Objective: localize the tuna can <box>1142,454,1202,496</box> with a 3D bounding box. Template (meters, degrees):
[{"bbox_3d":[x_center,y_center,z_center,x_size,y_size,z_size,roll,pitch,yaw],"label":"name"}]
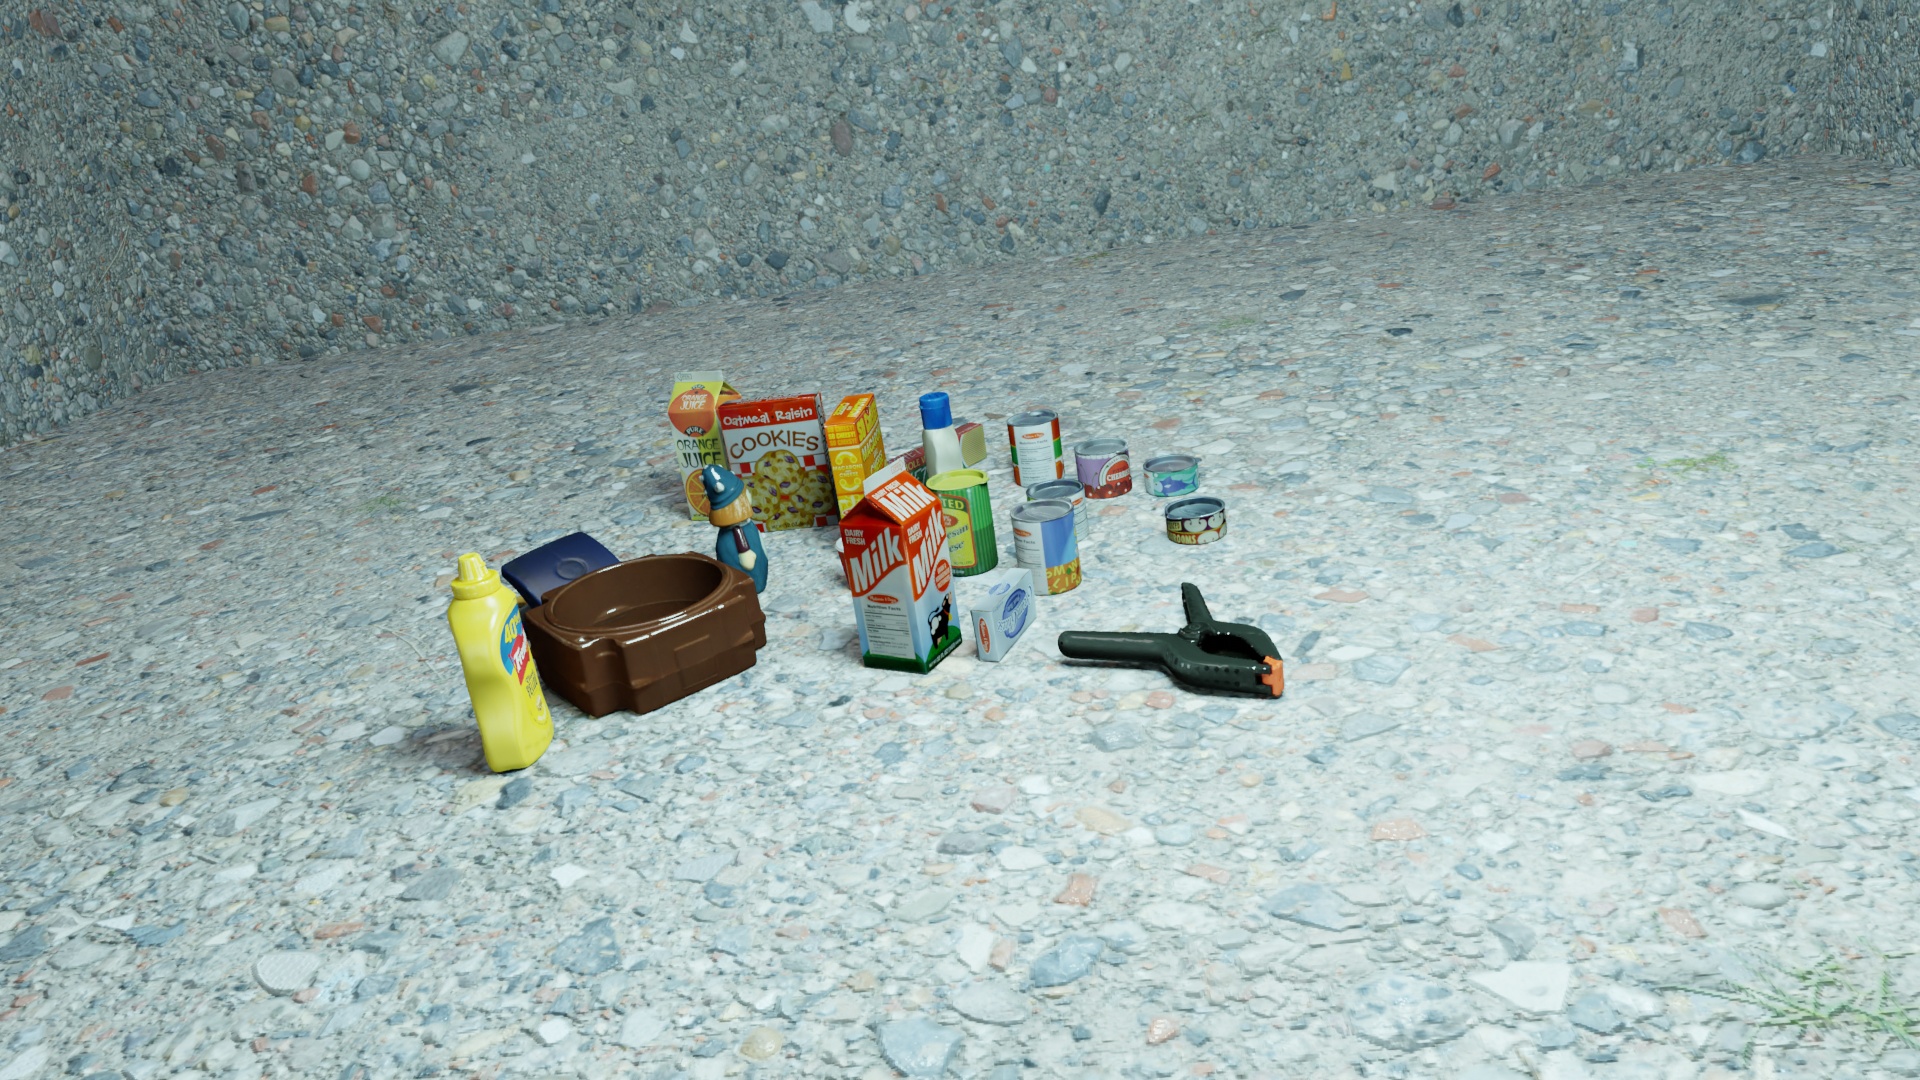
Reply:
[{"bbox_3d":[0.256,-0.078,1.667,0.071,0.032,0.071,-8,20,3],"label":"tuna can"}]

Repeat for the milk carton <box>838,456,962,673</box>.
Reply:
[{"bbox_3d":[-0.058,0.022,1.303,0.073,0.189,0.073,3,23,30],"label":"milk carton"}]

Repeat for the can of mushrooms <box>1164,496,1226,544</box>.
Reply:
[{"bbox_3d":[0.255,-0.021,1.515,0.071,0.033,0.071,-8,20,3],"label":"can of mushrooms"}]

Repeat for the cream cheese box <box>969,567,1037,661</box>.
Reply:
[{"bbox_3d":[0.042,0.070,1.331,0.024,0.053,0.104,1,22,25],"label":"cream cheese box"}]

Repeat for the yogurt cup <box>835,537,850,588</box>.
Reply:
[{"bbox_3d":[-0.099,0.022,1.515,0.072,0.053,0.072,-8,20,3],"label":"yogurt cup"}]

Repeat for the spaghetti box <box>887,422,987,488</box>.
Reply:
[{"bbox_3d":[-0.054,-0.093,1.807,0.028,0.050,0.251,8,26,39],"label":"spaghetti box"}]

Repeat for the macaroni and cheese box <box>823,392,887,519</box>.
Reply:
[{"bbox_3d":[-0.114,-0.076,1.620,0.040,0.165,0.124,-5,20,10],"label":"macaroni and cheese box"}]

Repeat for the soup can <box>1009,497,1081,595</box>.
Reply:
[{"bbox_3d":[0.091,0.006,1.439,0.071,0.083,0.071,-8,20,3],"label":"soup can"}]

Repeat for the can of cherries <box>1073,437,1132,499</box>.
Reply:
[{"bbox_3d":[0.175,-0.088,1.687,0.071,0.058,0.072,-8,20,3],"label":"can of cherries"}]

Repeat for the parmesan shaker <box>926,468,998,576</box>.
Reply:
[{"bbox_3d":[0.005,-0.019,1.511,0.071,0.102,0.071,-8,20,3],"label":"parmesan shaker"}]

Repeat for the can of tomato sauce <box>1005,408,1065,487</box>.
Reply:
[{"bbox_3d":[0.096,-0.117,1.764,0.071,0.082,0.071,-8,20,3],"label":"can of tomato sauce"}]

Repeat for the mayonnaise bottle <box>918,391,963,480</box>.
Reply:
[{"bbox_3d":[-0.021,-0.105,1.686,0.041,0.147,0.065,-15,21,-16],"label":"mayonnaise bottle"}]

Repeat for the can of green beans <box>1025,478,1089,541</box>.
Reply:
[{"bbox_3d":[0.110,-0.032,1.567,0.071,0.057,0.071,-8,20,3],"label":"can of green beans"}]

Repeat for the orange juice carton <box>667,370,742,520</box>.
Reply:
[{"bbox_3d":[-0.322,-0.127,1.805,0.072,0.192,0.073,-1,22,21],"label":"orange juice carton"}]

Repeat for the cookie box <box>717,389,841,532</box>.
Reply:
[{"bbox_3d":[-0.221,-0.096,1.717,0.123,0.166,0.040,-6,20,8],"label":"cookie box"}]
